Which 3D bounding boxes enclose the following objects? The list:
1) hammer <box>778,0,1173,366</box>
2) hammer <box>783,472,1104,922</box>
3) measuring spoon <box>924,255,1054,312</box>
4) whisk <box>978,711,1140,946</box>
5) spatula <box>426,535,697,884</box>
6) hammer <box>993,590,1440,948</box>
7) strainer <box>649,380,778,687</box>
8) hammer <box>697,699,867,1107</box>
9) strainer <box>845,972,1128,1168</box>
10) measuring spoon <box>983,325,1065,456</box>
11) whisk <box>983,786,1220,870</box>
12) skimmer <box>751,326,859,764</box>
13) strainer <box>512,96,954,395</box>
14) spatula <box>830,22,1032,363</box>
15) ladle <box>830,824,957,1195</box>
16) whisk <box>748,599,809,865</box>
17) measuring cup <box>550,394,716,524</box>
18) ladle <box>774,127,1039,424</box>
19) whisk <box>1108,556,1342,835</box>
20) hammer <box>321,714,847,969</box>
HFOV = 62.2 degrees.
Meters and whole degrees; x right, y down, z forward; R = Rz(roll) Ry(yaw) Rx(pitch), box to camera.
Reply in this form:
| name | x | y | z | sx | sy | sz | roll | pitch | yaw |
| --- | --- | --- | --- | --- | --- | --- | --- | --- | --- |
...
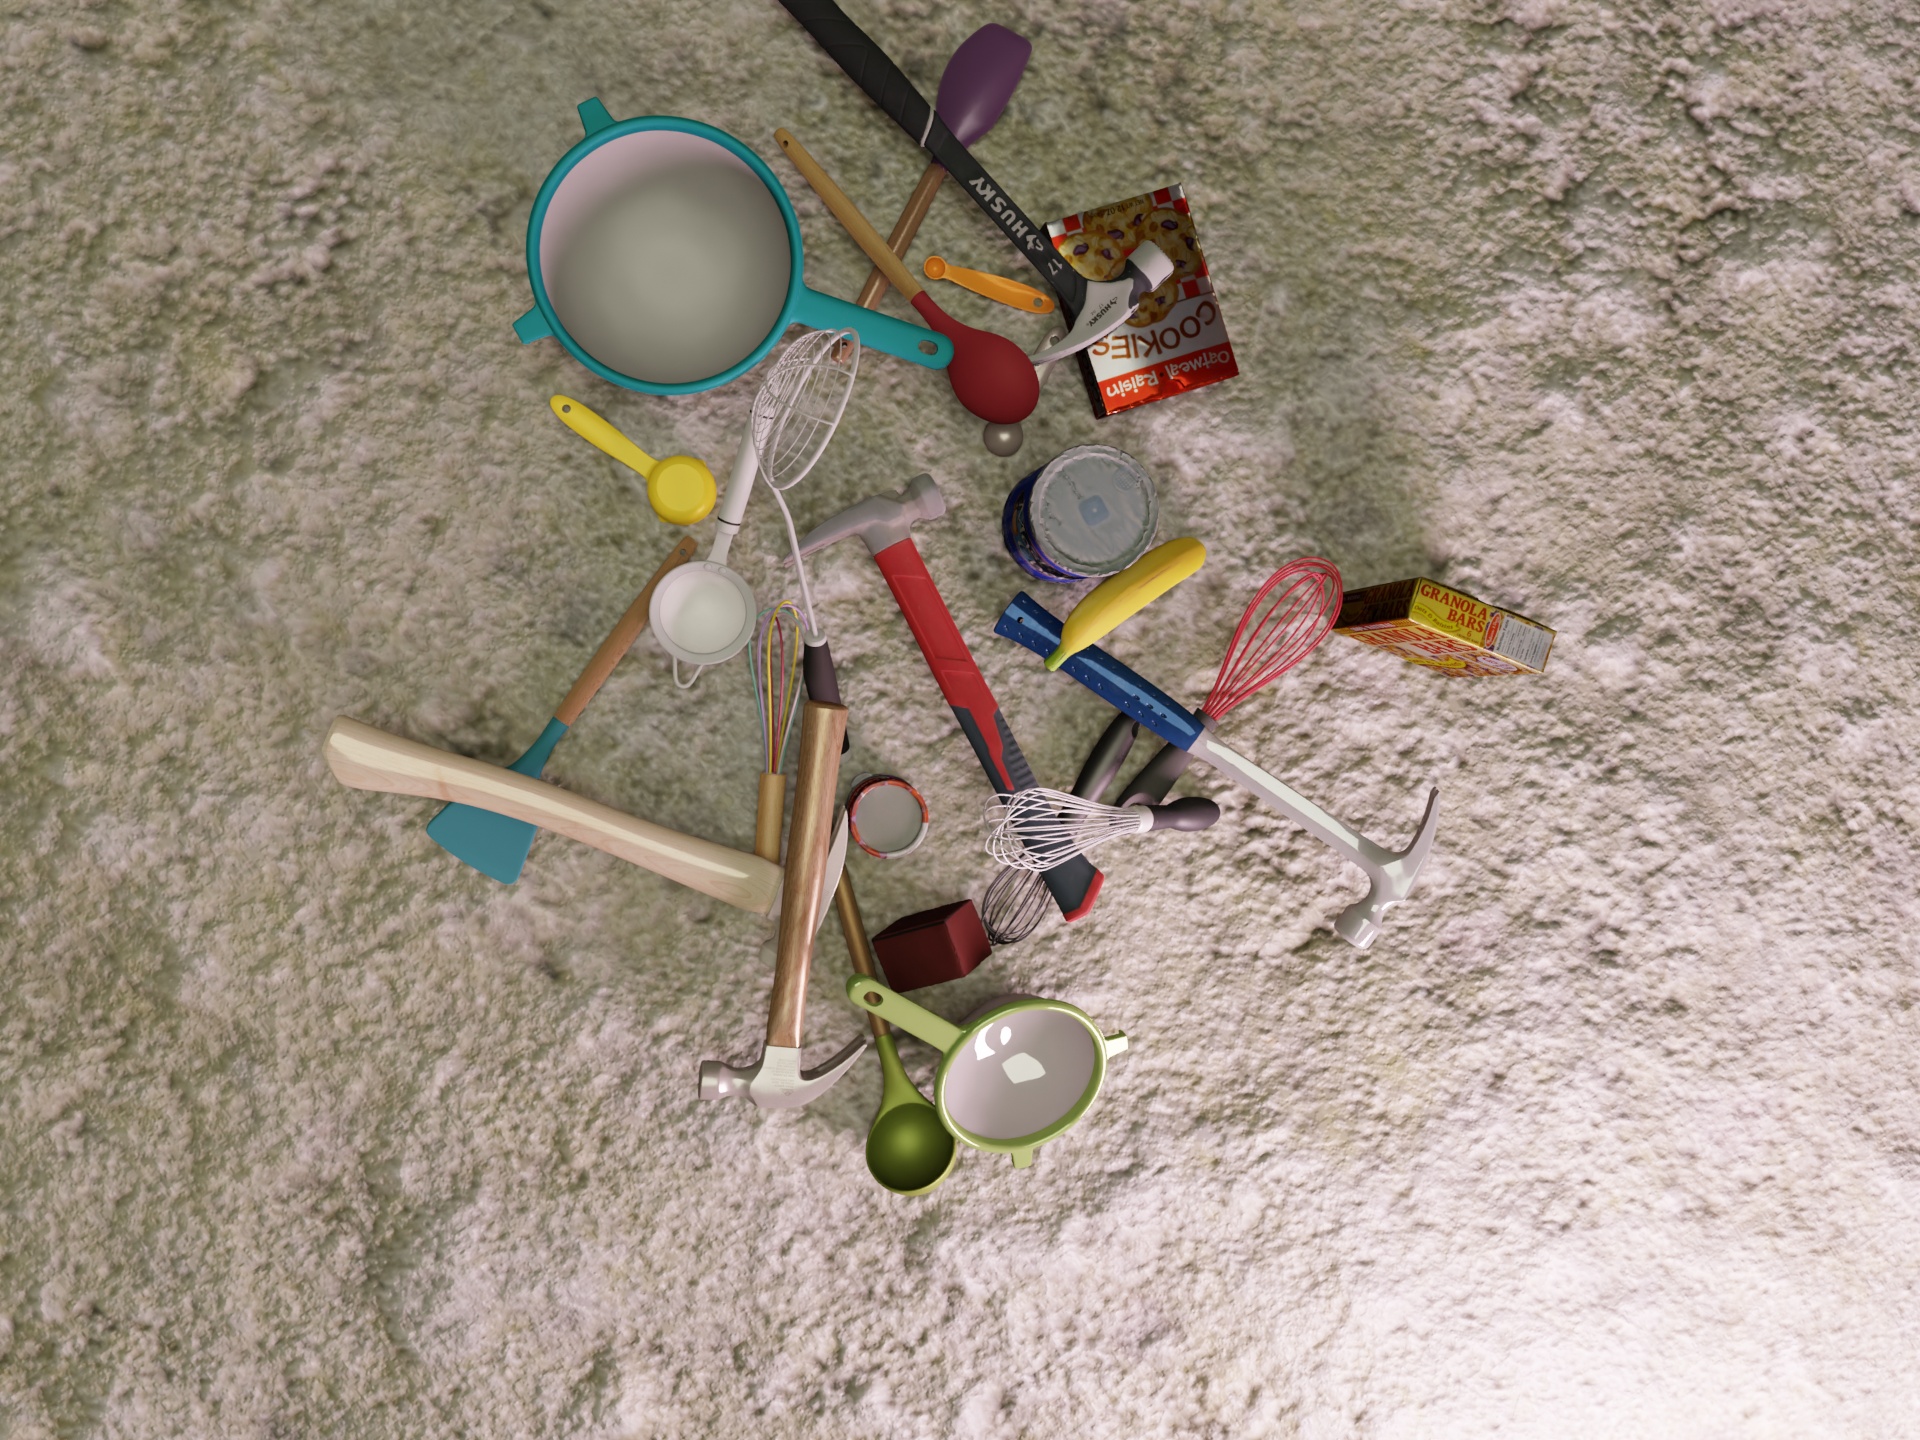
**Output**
| name | x | y | z | sx | sy | sz | roll | pitch | yaw |
| --- | --- | --- | --- | --- | --- | --- | --- | --- | --- |
| hammer | -0.017 | -0.465 | 1.298 | 0.149 | 0.036 | 0.409 | -43 | 90 | 5 |
| hammer | -0.002 | -0.004 | 1.312 | 0.143 | 0.038 | 0.386 | -27 | 87 | -5 |
| measuring spoon | 0.024 | -0.366 | 1.344 | 0.117 | 0.011 | 0.021 | 15 | 89 | -11 |
| whisk | 0.086 | 0.090 | 1.352 | 0.055 | 0.055 | 0.239 | 33 | 83 | -8 |
| spatula | -0.308 | -0.019 | 1.295 | 0.082 | 0.044 | 0.317 | 35 | 86 | -12 |
| hammer | 0.209 | 0.017 | 1.323 | 0.405 | 0.035 | 0.144 | 35 | 100 | 5 |
| strainer | -0.188 | -0.150 | 1.280 | 0.086 | 0.050 | 0.258 | 16 | 109 | -14 |
| hammer | -0.125 | 0.149 | 1.273 | 0.130 | 0.031 | 0.331 | 7 | 96 | -12 |
| strainer | 0.003 | 0.258 | 1.312 | 0.256 | 0.069 | 0.151 | 33 | 100 | -26 |
| measuring spoon | 0.058 | -0.281 | 1.346 | 0.034 | 0.018 | 0.124 | 28 | 88 | -8 |
| whisk | 0.123 | 0.083 | 1.286 | 0.284 | 0.070 | 0.070 | -1 | 93 | -45 |
| skimmer | -0.095 | -0.122 | 1.236 | 0.090 | 0.127 | 0.363 | -13 | 125 | -6 |
| strainer | -0.172 | -0.343 | 1.276 | 0.340 | 0.095 | 0.211 | 17 | 93 | -10 |
| spatula | -0.033 | -0.440 | 1.327 | 0.060 | 0.018 | 0.316 | 27 | 88 | -1 |
| ladle | -0.073 | 0.240 | 1.332 | 0.078 | 0.062 | 0.320 | -15 | 92 | 2 |
| whisk | -0.156 | 0.022 | 1.318 | 0.051 | 0.047 | 0.245 | 4 | 95 | -9 |
| measuring cup | -0.269 | -0.218 | 1.298 | 0.156 | 0.029 | 0.062 | 35 | 87 | -9 |
| ladle | -0.050 | -0.366 | 1.297 | 0.069 | 0.031 | 0.315 | -43 | 84 | 30 |
| whisk | 0.225 | -0.018 | 1.362 | 0.073 | 0.073 | 0.296 | 38 | 93 | -7 |
| hammer | -0.292 | 0.072 | 1.263 | 0.410 | 0.038 | 0.146 | 21 | 95 | -14 |
